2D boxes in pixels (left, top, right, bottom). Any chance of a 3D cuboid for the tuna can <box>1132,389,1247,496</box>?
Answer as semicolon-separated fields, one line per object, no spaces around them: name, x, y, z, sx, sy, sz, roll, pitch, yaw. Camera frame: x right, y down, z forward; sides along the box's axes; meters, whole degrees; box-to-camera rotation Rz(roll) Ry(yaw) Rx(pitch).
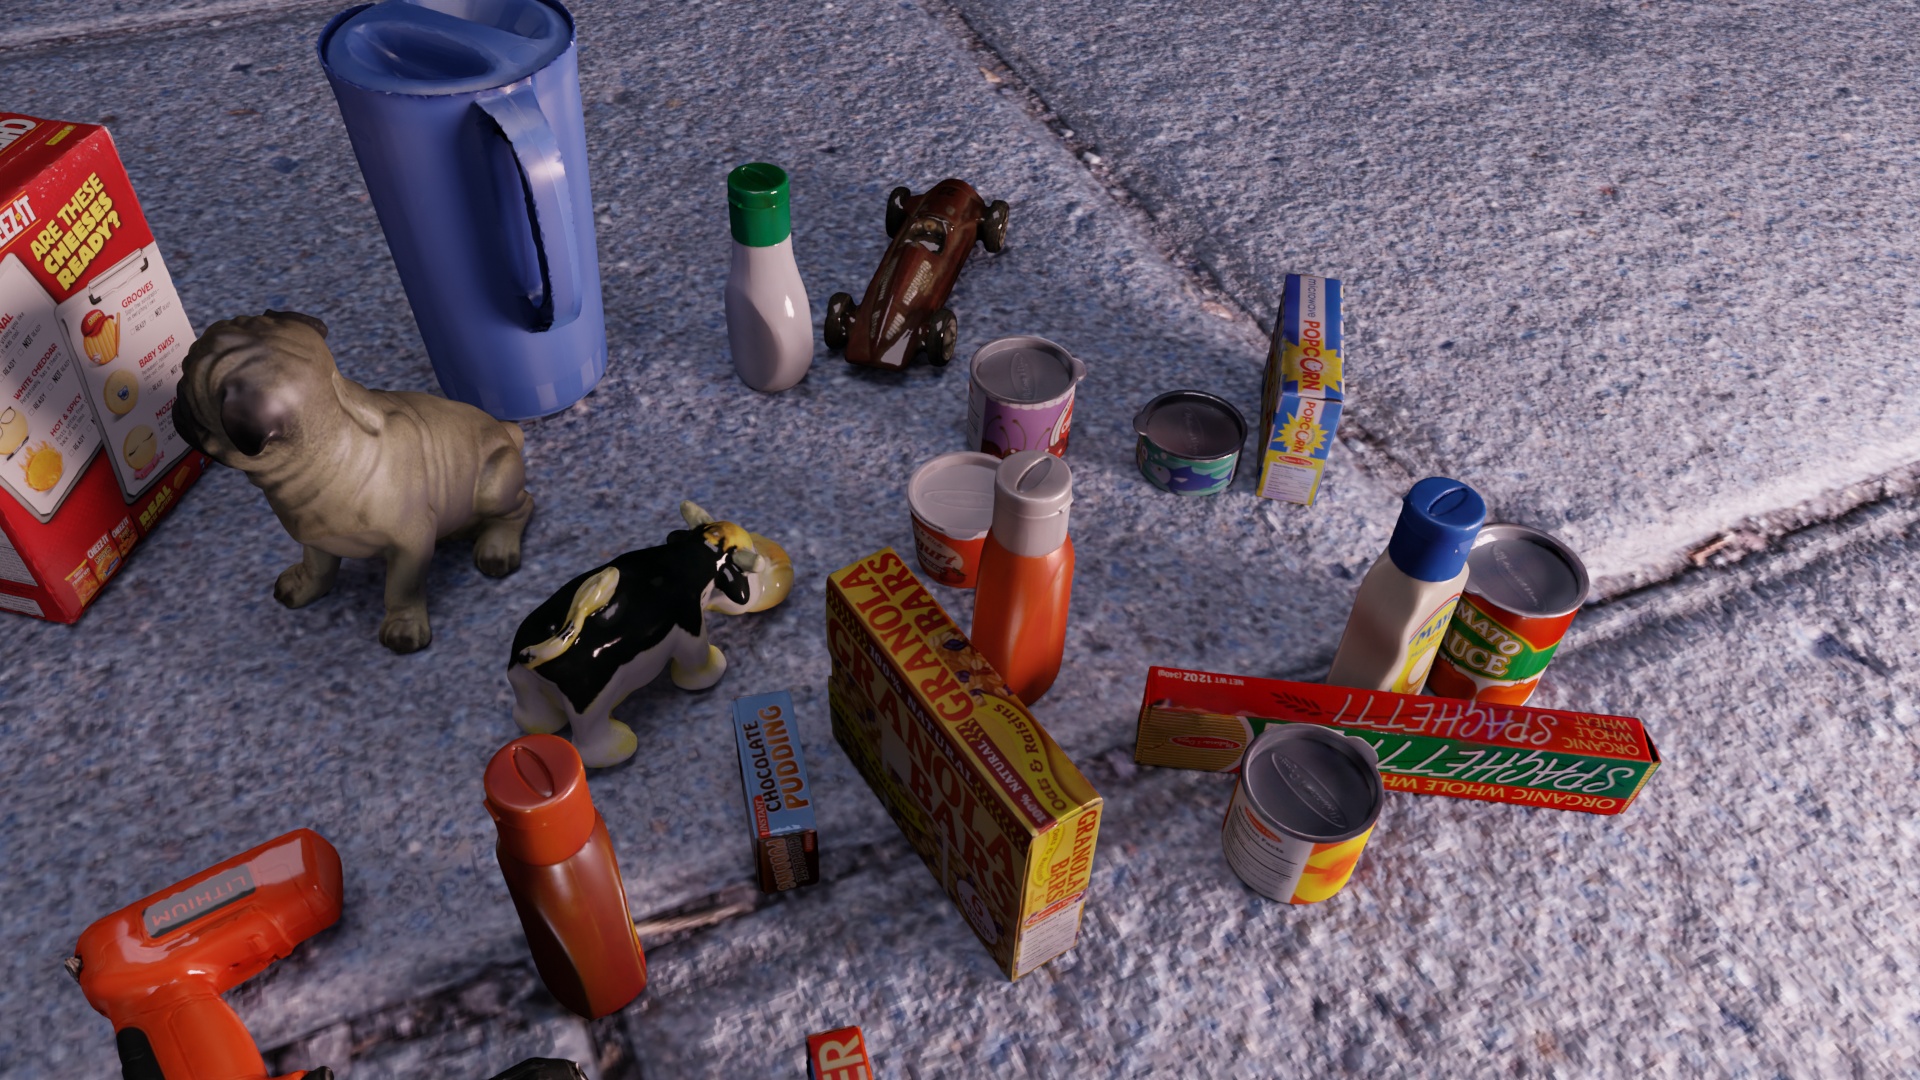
tuna can;0.141;-0.061;0.865;0.071;0.032;0.071;2;46;-2

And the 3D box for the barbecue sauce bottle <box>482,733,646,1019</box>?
barbecue sauce bottle;-0.164;0.138;0.573;0.044;0.147;0.065;-28;54;-27

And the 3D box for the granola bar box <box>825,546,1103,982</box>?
granola bar box;-0.005;0.101;0.635;0.039;0.123;0.166;-24;52;-24

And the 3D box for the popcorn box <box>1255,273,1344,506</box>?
popcorn box;0.212;-0.096;0.867;0.038;0.084;0.127;9;46;6

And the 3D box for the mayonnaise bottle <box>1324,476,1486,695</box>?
mayonnaise bottle;0.224;0.033;0.698;0.065;0.147;0.041;-31;55;-29

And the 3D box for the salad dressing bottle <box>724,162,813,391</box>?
salad dressing bottle;-0.122;-0.163;0.870;0.044;0.146;0.064;-34;56;-31

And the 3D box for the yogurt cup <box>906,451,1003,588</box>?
yogurt cup;0.003;-0.010;0.793;0.072;0.053;0.073;2;46;-2

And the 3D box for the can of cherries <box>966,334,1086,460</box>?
can of cherries;0.040;-0.085;0.865;0.071;0.058;0.072;2;46;-2

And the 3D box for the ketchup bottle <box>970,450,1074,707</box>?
ketchup bottle;0.032;0.021;0.699;0.043;0.148;0.065;26;50;20

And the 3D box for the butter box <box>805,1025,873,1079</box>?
butter box;-0.039;0.249;0.539;0.024;0.052;0.104;-9;47;-12

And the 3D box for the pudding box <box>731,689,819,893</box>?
pudding box;-0.089;0.119;0.665;0.030;0.049;0.084;-8;47;-11

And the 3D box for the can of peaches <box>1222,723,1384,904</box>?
can of peaches;0.164;0.130;0.663;0.071;0.057;0.071;2;46;-2

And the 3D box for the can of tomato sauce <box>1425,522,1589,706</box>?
can of tomato sauce;0.284;0.043;0.737;0.071;0.082;0.071;2;46;-2

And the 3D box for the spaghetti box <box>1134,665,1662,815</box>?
spaghetti box;0.215;0.102;0.699;0.250;0.049;0.029;6;46;2
